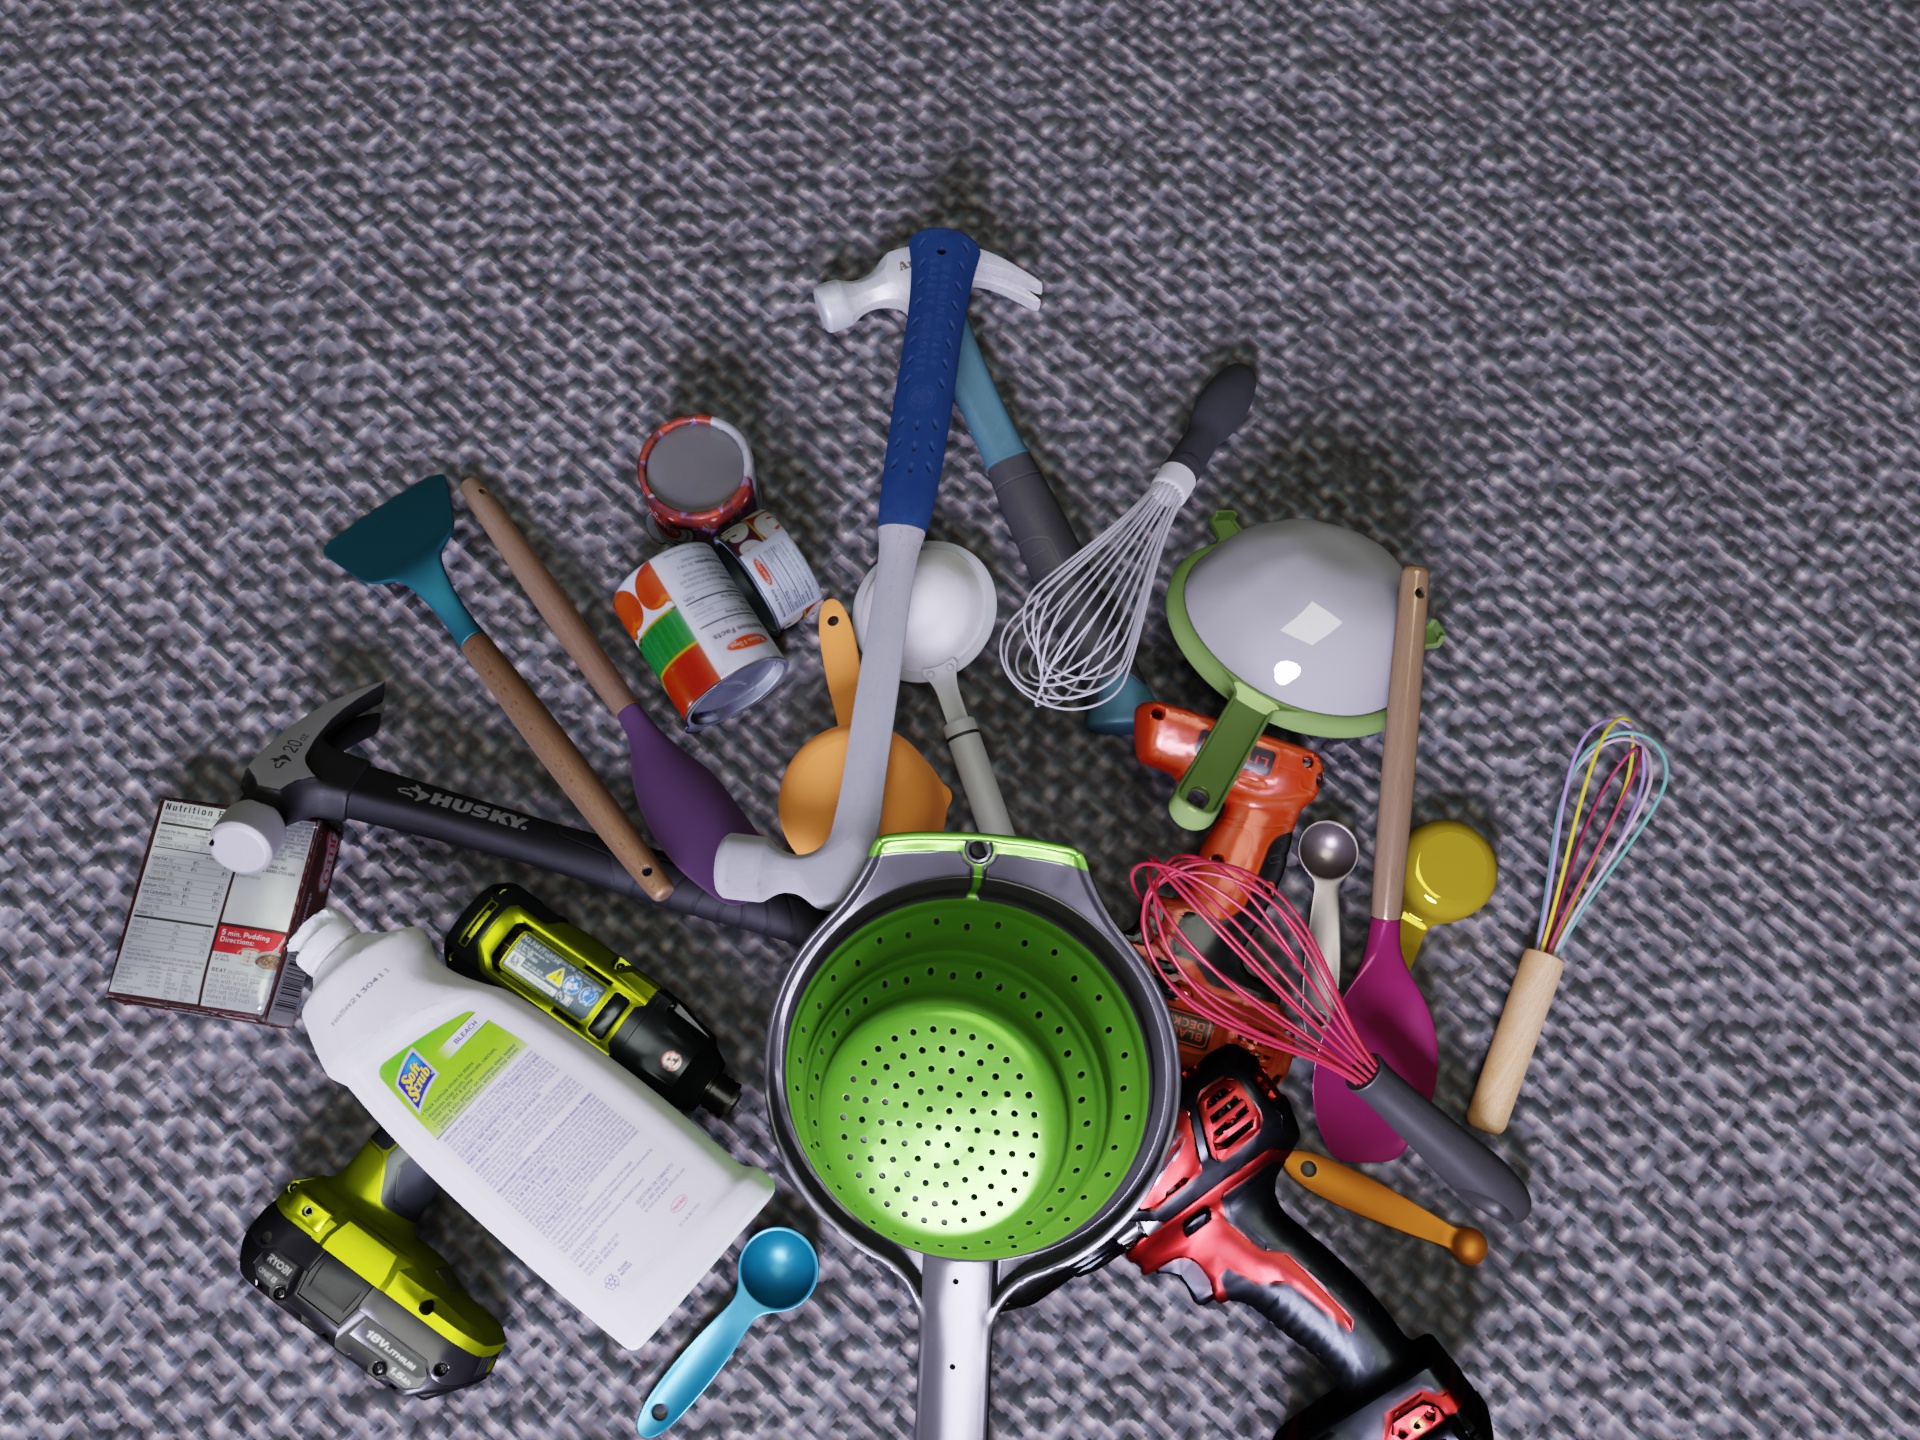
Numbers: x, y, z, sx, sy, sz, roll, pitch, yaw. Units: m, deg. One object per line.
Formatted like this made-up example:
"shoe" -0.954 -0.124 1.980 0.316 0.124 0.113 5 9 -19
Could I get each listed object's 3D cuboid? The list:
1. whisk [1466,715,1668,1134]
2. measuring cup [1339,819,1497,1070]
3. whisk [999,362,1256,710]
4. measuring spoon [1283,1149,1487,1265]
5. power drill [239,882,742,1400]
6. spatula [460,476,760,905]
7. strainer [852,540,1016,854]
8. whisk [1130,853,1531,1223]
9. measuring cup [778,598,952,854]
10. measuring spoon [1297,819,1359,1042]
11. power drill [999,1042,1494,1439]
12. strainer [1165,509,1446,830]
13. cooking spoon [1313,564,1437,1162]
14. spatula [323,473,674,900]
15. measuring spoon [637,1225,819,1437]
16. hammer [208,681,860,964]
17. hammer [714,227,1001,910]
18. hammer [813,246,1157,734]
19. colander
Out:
"whisk" 0.331 0.111 0.873 0.051 0.047 0.245 21 79 17
"measuring cup" 0.245 0.123 0.869 0.062 0.029 0.156 29 74 7
"whisk" 0.107 -0.111 0.895 0.070 0.070 0.285 30 59 7
"measuring spoon" 0.225 0.257 0.842 0.117 0.011 0.021 25 75 5
"power drill" -0.234 0.217 0.810 0.171 0.080 0.223 33 73 8
"spatula" -0.199 -0.023 0.883 0.059 0.018 0.316 -16 60 -45
"strainer" -0.001 -0.003 0.896 0.087 0.050 0.258 -21 79 9
"whisk" 0.191 0.166 0.800 0.295 0.073 0.073 42 76 -16
"measuring cup" -0.063 0.006 0.876 0.095 0.052 0.174 -13 73 7
"measuring spoon" 0.199 0.117 0.882 0.034 0.018 0.124 6 81 -2
"power drill" 0.128 0.299 0.786 0.188 0.080 0.227 -38 78 9
"strainer" 0.170 -0.038 0.831 0.151 0.069 0.256 30 43 9
"cooking spoon" 0.226 0.078 0.837 0.068 0.017 0.319 3 96 -8
"spatula" -0.246 -0.021 0.866 0.082 0.044 0.318 -36 70 -12
"measuring spoon" -0.120 0.315 0.818 0.042 0.021 0.128 40 86 10
"hammer" -0.203 0.068 0.848 0.334 0.035 0.146 17 31 -6
"hammer" -0.027 -0.093 0.866 0.144 0.035 0.406 5 69 7
"hammer" 0.033 -0.139 0.937 0.128 0.033 0.331 -23 76 -6
"colander" -0.006 0.254 0.737 0.204 0.094 0.397 3 93 9
